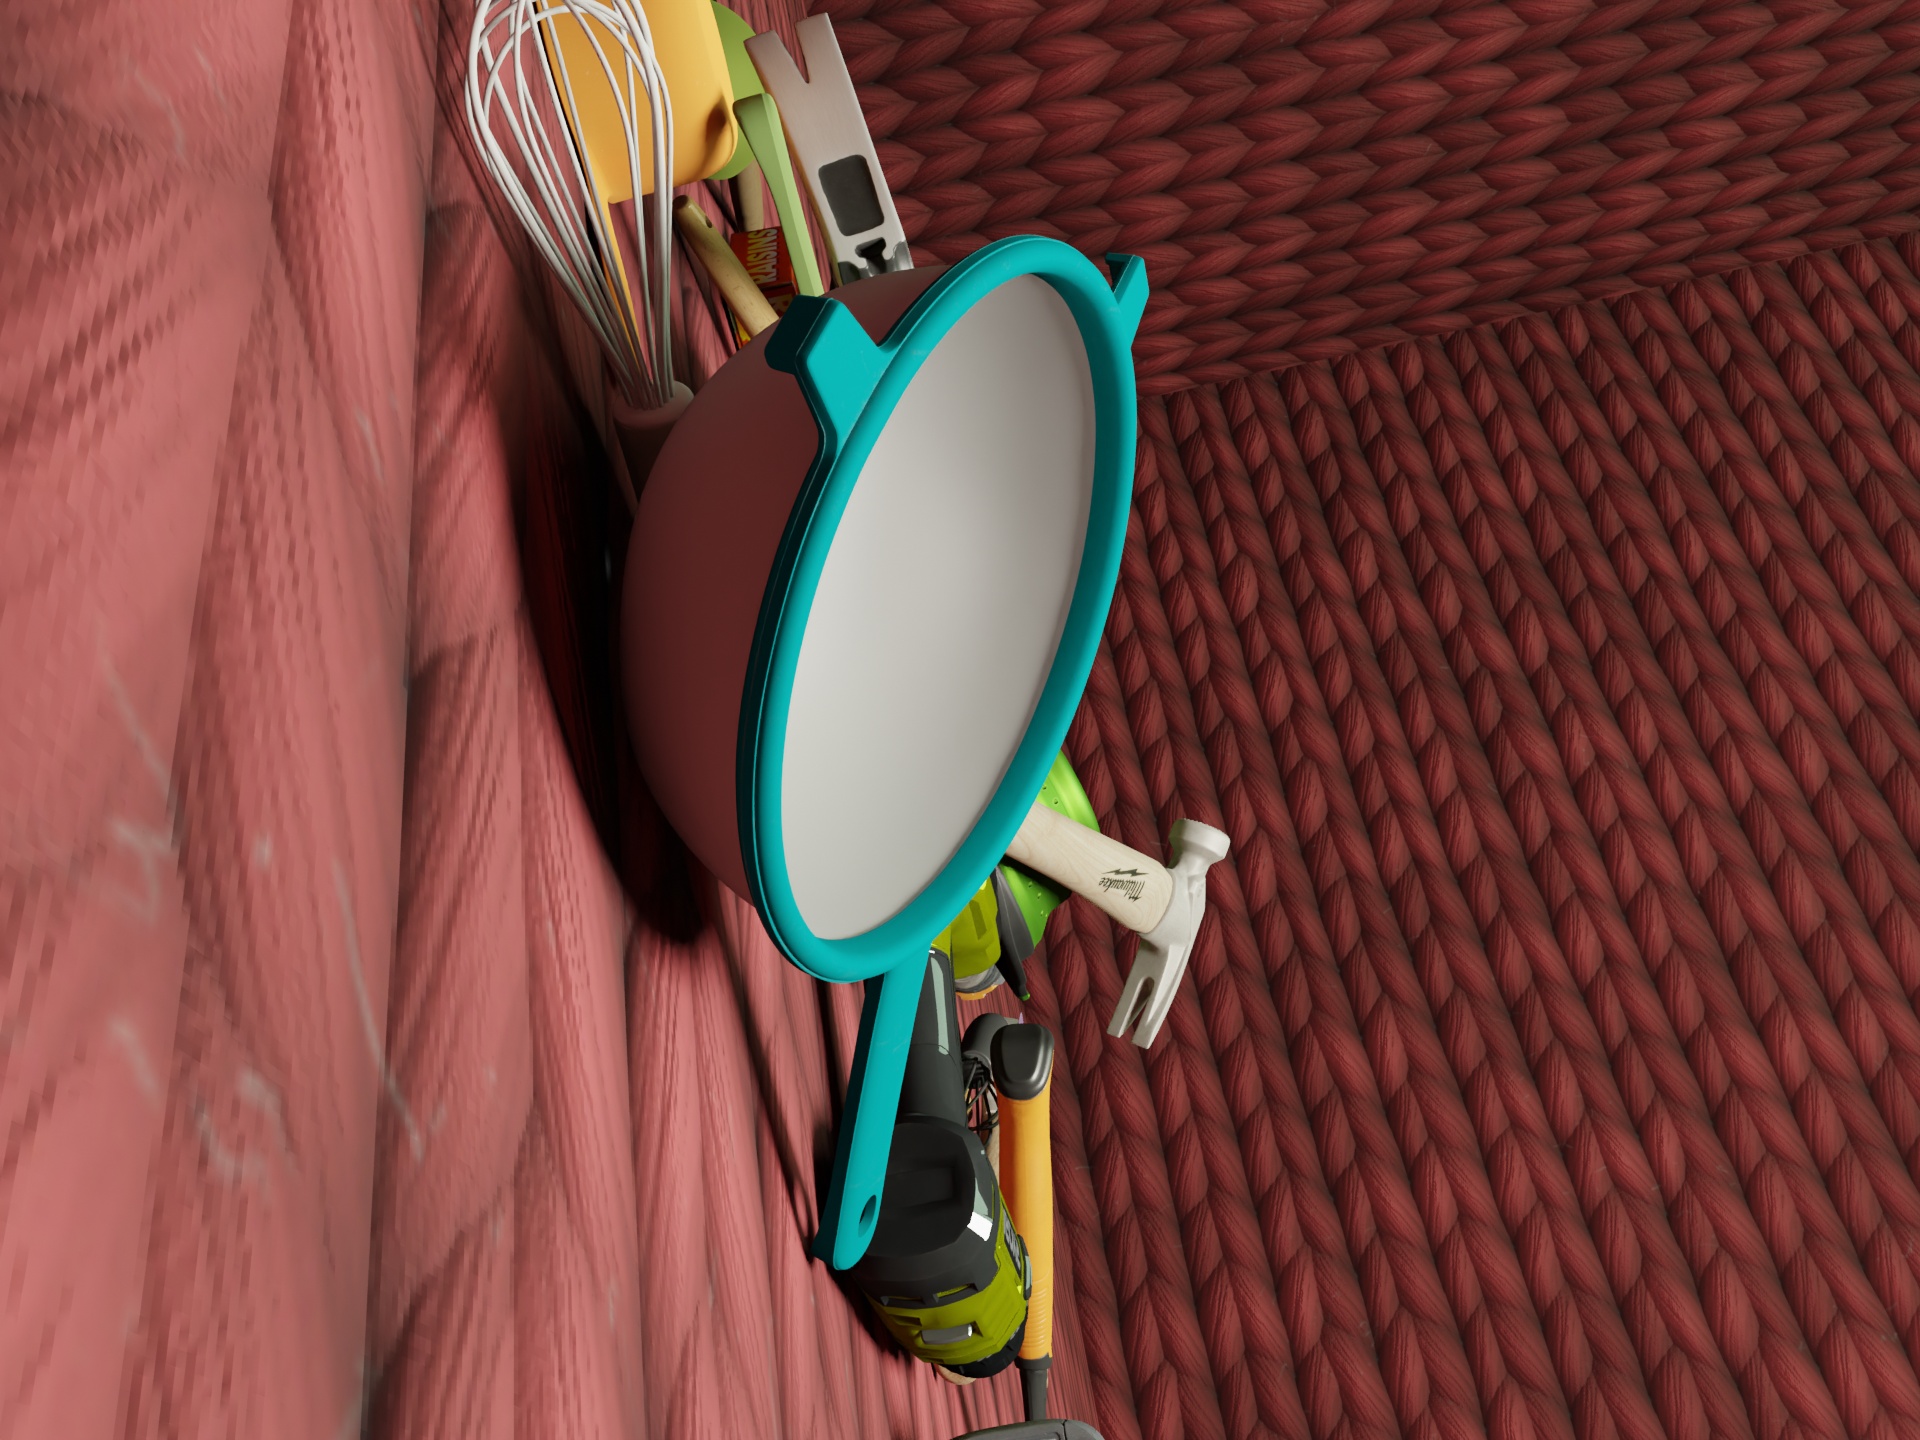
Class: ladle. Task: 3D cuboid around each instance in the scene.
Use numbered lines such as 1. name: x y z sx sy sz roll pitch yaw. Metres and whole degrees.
1. ladle: -0.070 -0.158 0.835 0.315 0.031 0.069 53 27 -55
2. ladle: -0.124 -0.284 0.813 0.320 0.062 0.078 -145 -141 -83

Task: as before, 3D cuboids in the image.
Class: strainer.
1. strainer: -0.044 0.018 0.485 0.211 0.095 0.340 -33 139 -57
2. strainer: -0.072 -0.114 0.624 0.152 0.069 0.256 -107 -178 -45

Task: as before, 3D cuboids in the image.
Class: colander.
1. colander: -0.002 -0.003 0.950 0.205 0.094 0.396 53 -11 51

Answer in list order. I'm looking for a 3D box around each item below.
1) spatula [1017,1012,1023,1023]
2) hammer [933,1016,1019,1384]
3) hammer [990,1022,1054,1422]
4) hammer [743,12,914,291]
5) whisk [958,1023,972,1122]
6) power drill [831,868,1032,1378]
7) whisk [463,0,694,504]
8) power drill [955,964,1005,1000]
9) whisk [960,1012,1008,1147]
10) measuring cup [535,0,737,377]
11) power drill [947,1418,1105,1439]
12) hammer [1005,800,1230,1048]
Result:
1. spatula: 0.038 0.297 0.921 0.060 0.018 0.315 -74 163 -53
2. hammer: 0.014 0.286 0.927 0.331 0.031 0.130 -55 146 -81
3. hammer: 0.038 0.308 0.830 0.127 0.034 0.336 -72 161 -71
4. hammer: -0.053 -0.209 0.760 0.335 0.035 0.146 -145 -145 -86
5. whisk: -0.017 0.168 0.991 0.051 0.047 0.244 -80 165 -51
6. power drill: -0.012 0.158 0.685 0.190 0.080 0.229 75 6 -53
7. whisk: -0.090 -0.099 0.461 0.058 0.059 0.246 -50 147 -35
8. power drill: -0.003 0.103 1.232 0.185 0.084 0.226 47 36 -83
9. whisk: 0.004 0.201 0.908 0.239 0.055 0.055 -11 89 -82
10. measuring cup: -0.102 -0.193 0.544 0.095 0.052 0.174 72 4 -70
11. power drill: 0.038 0.392 0.661 0.226 0.084 0.164 82 -1 -55
12. hammer: 0.032 0.068 0.872 0.410 0.038 0.146 34 74 -50
